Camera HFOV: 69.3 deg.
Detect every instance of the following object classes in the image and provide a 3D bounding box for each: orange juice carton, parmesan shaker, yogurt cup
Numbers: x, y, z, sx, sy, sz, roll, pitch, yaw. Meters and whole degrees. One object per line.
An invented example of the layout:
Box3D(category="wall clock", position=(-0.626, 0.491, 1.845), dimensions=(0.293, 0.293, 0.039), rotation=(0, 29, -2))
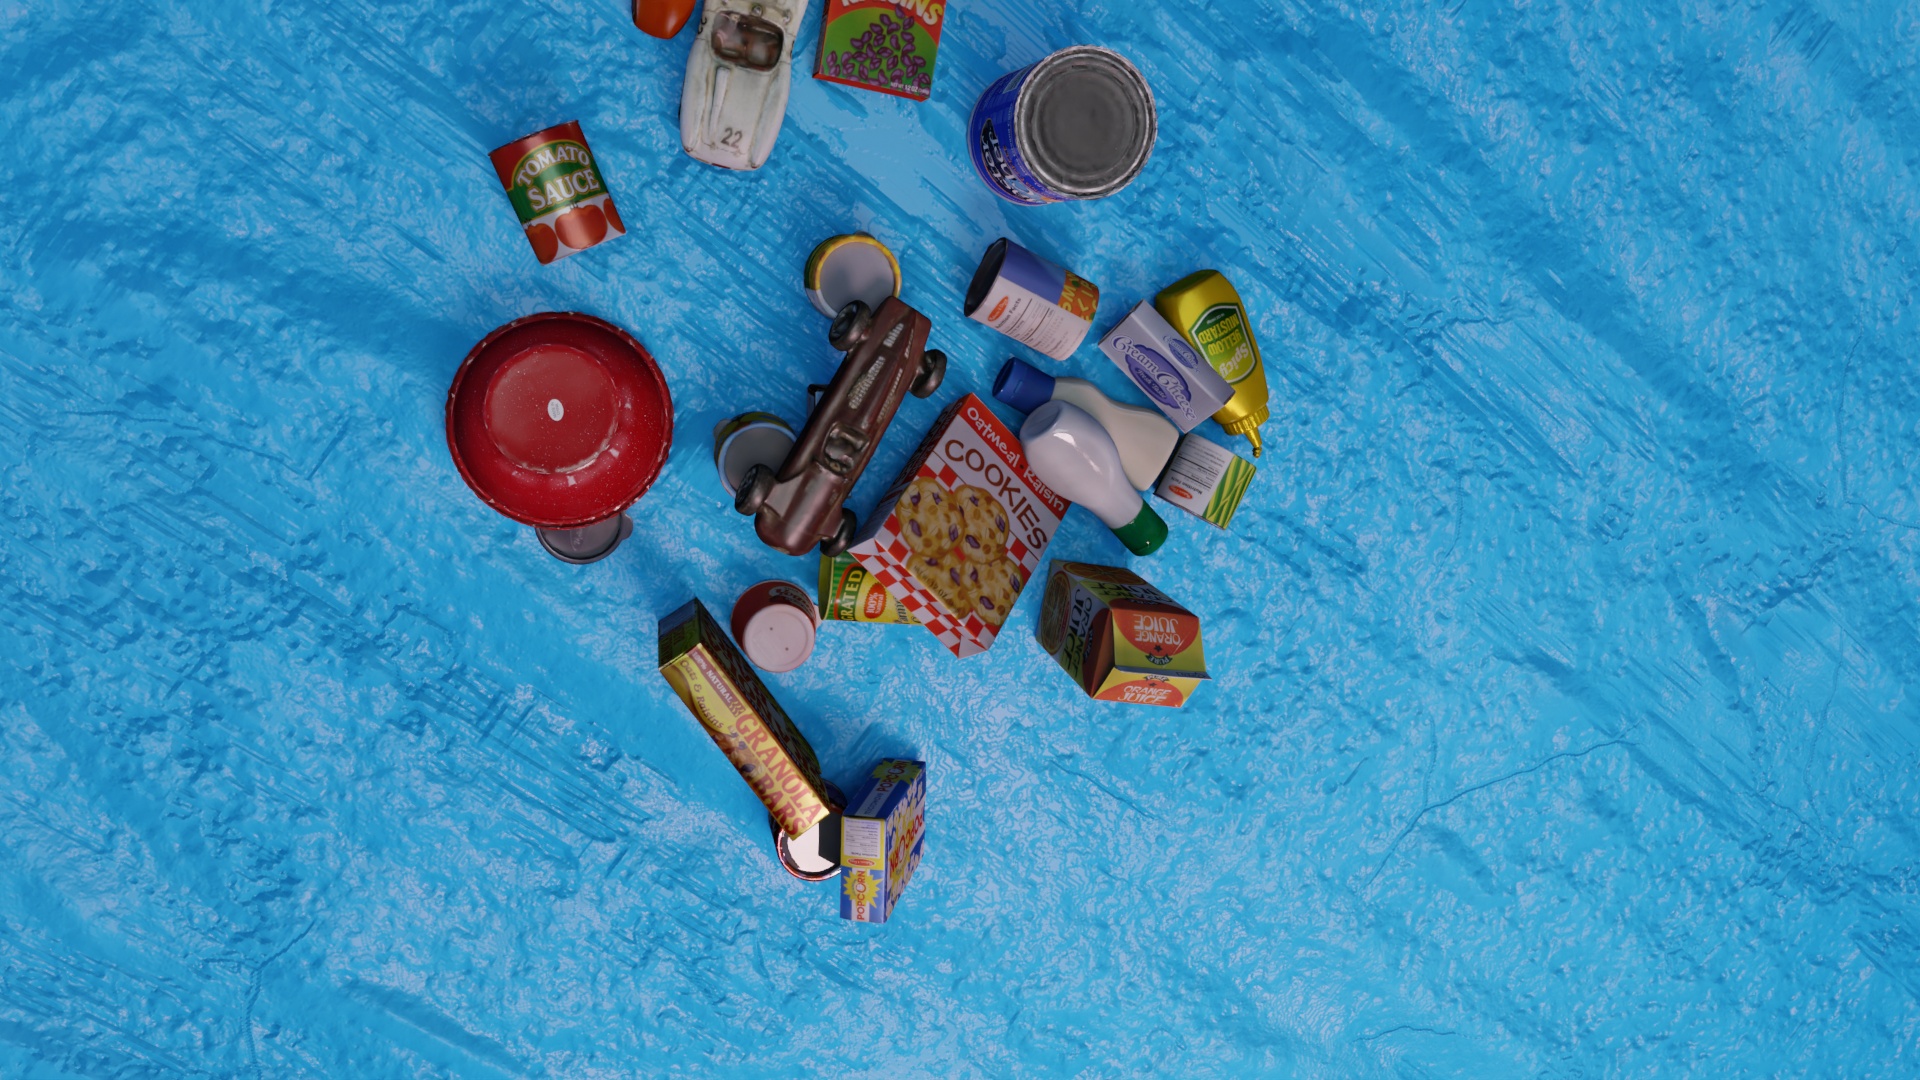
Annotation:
Box3D(category="orange juice carton", position=(0.123, 0.074, 1.063), dimensions=(0.072, 0.193, 0.073), rotation=(8, 101, -15))
Box3D(category="parmesan shaker", position=(-0.054, 0.030, 1.078), dimensions=(0.103, 0.071, 0.071), rotation=(4, 101, -14))
Box3D(category="yogurt cup", position=(-0.142, 0.069, 1.073), dimensions=(0.072, 0.054, 0.072), rotation=(-3, 102, -12))

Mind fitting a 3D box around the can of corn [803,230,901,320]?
Box3D(category="can of corn", position=(-0.079, -0.196, 1.031), dimensions=(0.071, 0.058, 0.071), rotation=(-3, 102, -13))

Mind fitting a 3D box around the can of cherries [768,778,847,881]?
Box3D(category="can of cherries", position=(-0.120, 0.230, 1.108), dimensions=(0.071, 0.058, 0.071), rotation=(-3, 102, -13))

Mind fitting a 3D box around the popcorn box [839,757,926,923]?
Box3D(category="popcorn box", position=(-0.059, 0.232, 1.087), dimensions=(0.038, 0.127, 0.085), rotation=(3, 102, 12))

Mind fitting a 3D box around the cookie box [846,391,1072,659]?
Box3D(category="cookie box", position=(0.004, -0.013, 1.051), dimensions=(0.123, 0.040, 0.168), rotation=(45, 51, -18))

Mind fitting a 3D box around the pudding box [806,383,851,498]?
Box3D(category="pudding box", position=(-0.100, -0.075, 1.056), dimensions=(0.030, 0.050, 0.083), rotation=(-1, 101, -14))

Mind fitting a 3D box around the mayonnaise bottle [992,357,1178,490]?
Box3D(category="mayonnaise bottle", position=(0.097, -0.097, 1.102), dimensions=(0.148, 0.041, 0.064), rotation=(26, 101, -16))

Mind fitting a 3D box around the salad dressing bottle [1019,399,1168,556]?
Box3D(category="salad dressing bottle", position=(0.107, -0.045, 1.082), dimensions=(0.064, 0.044, 0.147), rotation=(-28, 123, 28))

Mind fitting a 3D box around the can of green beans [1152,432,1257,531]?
Box3D(category="can of green beans", position=(0.198, -0.048, 1.122), dimensions=(0.071, 0.071, 0.057), rotation=(26, 94, -17))

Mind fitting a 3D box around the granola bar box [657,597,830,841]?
Box3D(category="granola bar box", position=(-0.163, 0.130, 1.044), dimensions=(0.039, 0.124, 0.165), rotation=(-35, 107, -2))

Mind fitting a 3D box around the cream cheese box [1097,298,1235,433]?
Box3D(category="cream cheese box", position=(0.160, -0.135, 1.089), dimensions=(0.104, 0.053, 0.024), rotation=(45, 56, -3))

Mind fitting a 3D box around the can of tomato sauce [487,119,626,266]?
Box3D(category="can of tomato sauce", position=(-0.280, -0.242, 0.969), dimensions=(0.071, 0.071, 0.083), rotation=(-24, 106, -7))

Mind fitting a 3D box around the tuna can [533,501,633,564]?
Box3D(category="tuna can", position=(-0.280, -0.017, 1.034), dimensions=(0.071, 0.033, 0.071), rotation=(-3, 102, -12))

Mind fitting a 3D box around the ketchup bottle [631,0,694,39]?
Box3D(category="ketchup bottle", position=(-0.193, -0.374, 0.921), dimensions=(0.043, 0.149, 0.064), rotation=(17, 98, -17))

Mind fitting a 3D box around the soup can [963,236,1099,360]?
Box3D(category="soup can", position=(0.055, -0.186, 1.063), dimensions=(0.084, 0.071, 0.071), rotation=(23, 96, -17))

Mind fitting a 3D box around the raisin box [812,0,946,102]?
Box3D(category="raisin box", position=(-0.054, -0.390, 1.008), dimensions=(0.086, 0.040, 0.123), rotation=(8, 101, -14))

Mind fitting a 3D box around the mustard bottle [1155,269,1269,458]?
Box3D(category="mustard bottle", position=(0.213, -0.137, 1.116), dimensions=(0.065, 0.049, 0.160), rotation=(-31, 106, -9))

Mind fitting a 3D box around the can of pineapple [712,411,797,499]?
Box3D(category="can of pineapple", position=(-0.152, -0.061, 1.042), dimensions=(0.071, 0.058, 0.071), rotation=(-3, 102, -12))
